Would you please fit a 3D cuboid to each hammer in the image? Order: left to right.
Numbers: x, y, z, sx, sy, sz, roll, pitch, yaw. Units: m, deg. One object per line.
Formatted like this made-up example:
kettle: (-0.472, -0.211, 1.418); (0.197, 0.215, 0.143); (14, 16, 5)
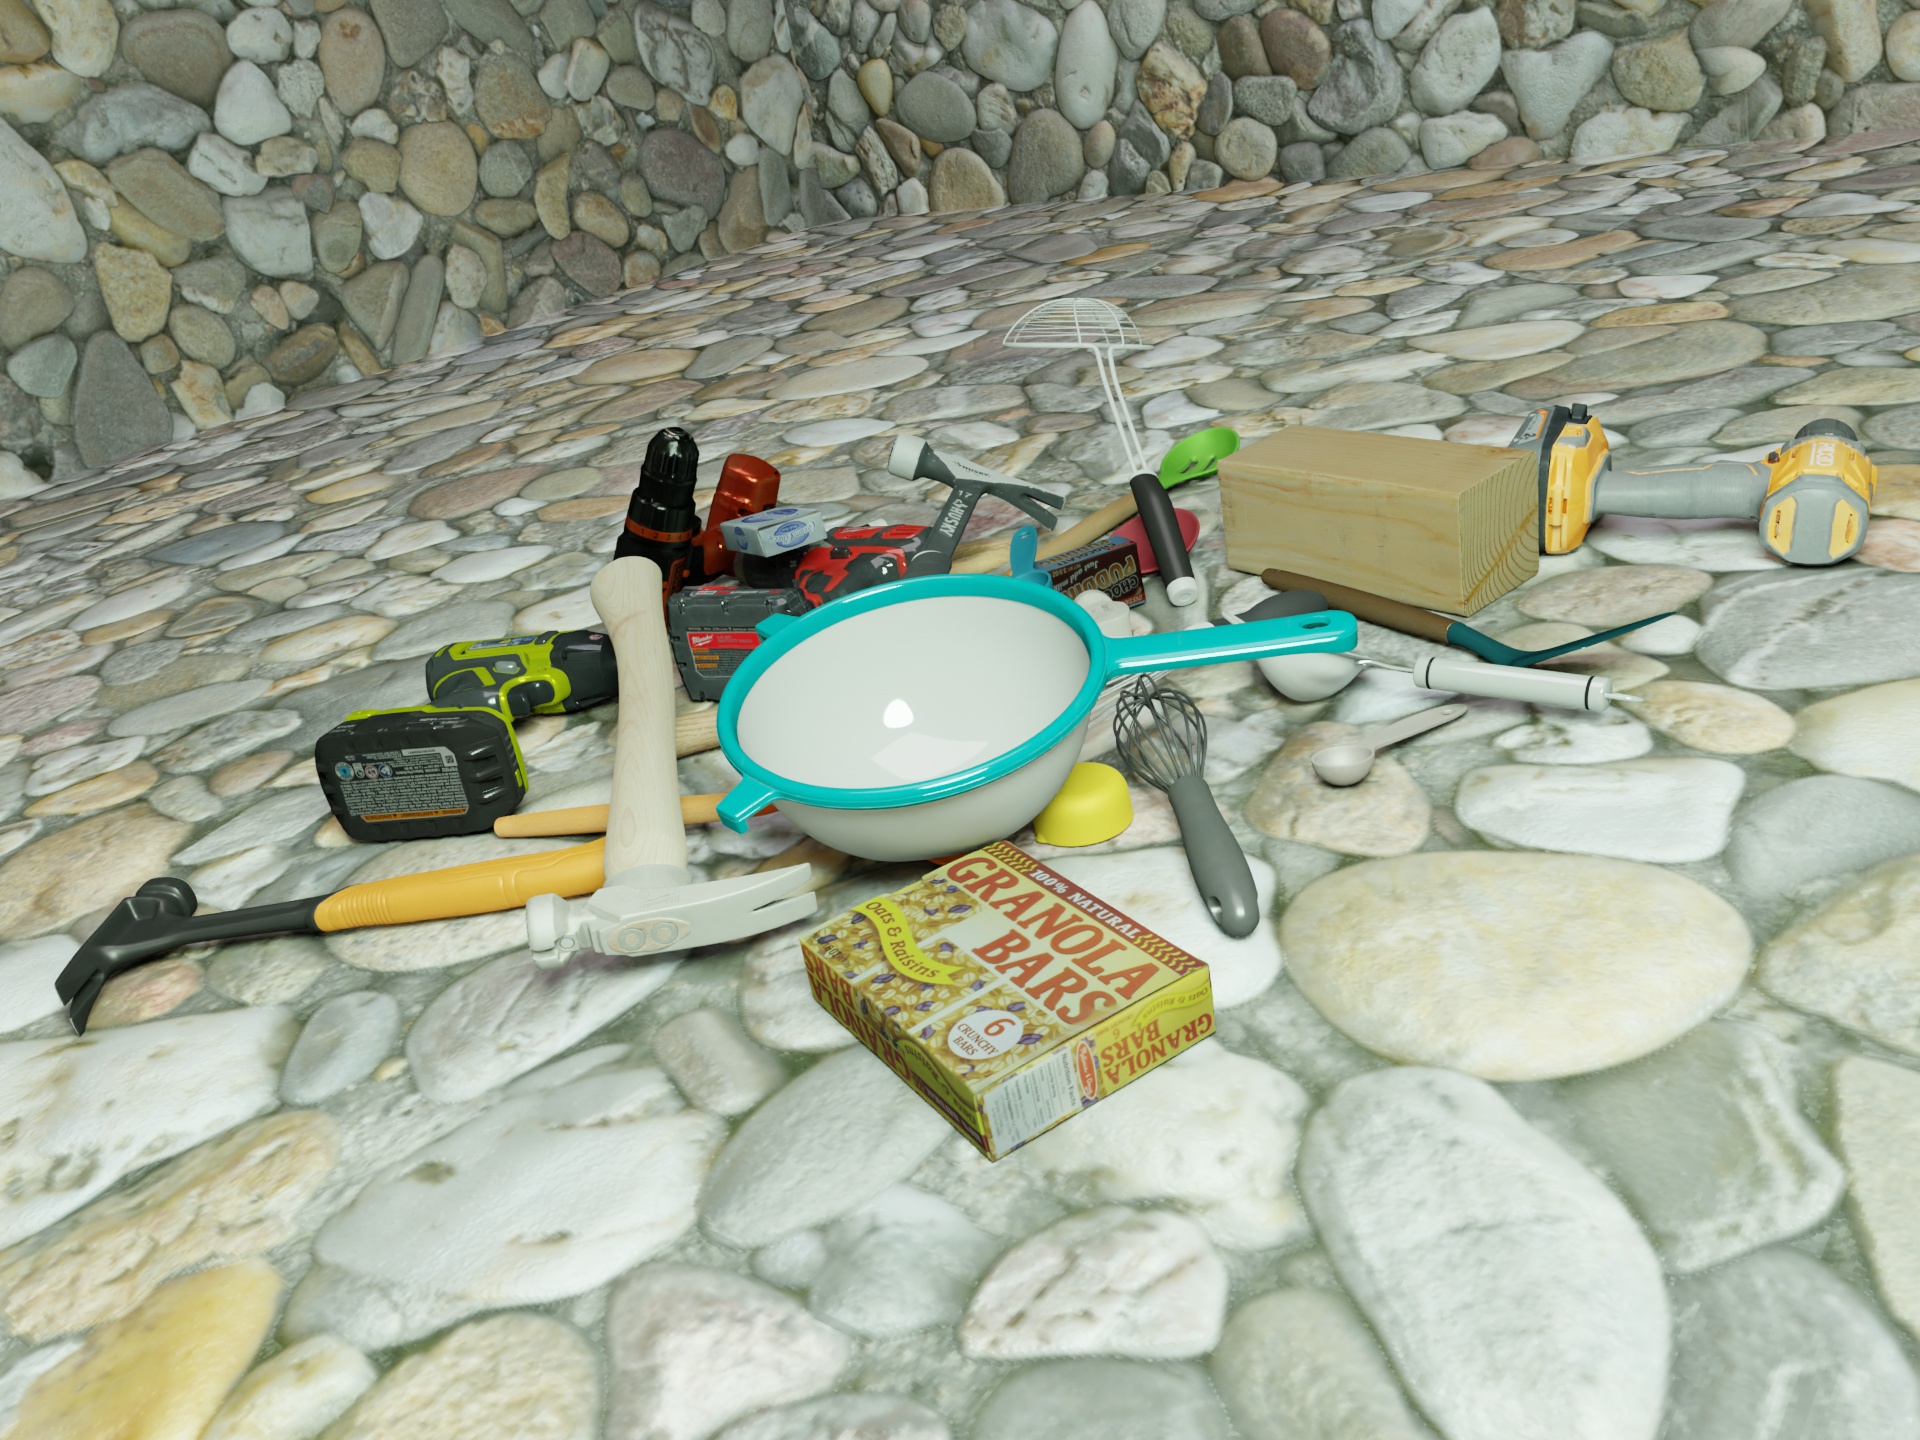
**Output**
hammer: (-0.340, 0.108, 0.921); (0.337, 0.034, 0.127); (-10, 24, 4)
hammer: (-0.183, 0.000, 0.974); (0.146, 0.038, 0.411); (-9, 33, -7)
hammer: (-0.044, -0.027, 1.072); (0.331, 0.031, 0.130); (-15, 14, -2)
hammer: (-0.013, -0.116, 1.146); (0.149, 0.036, 0.409); (18, 27, 0)

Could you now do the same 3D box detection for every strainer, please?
strainer: (0.043, 0.003, 0.861); (0.340, 0.095, 0.211); (-7, 34, 5)
strainer: (0.264, -0.027, 0.932); (0.258, 0.050, 0.086); (10, 1, 37)

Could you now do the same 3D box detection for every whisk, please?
whisk: (0.128, -0.044, 1.015); (0.284, 0.070, 0.070); (-18, 25, -29)
whisk: (0.122, 0.042, 0.856); (0.055, 0.055, 0.239); (-11, 29, 0)

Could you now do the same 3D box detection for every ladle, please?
ladle: (0.049, -0.090, 1.187); (0.315, 0.031, 0.069); (-25, 39, -23)

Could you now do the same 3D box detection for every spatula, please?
spatula: (-0.142, 0.060, 0.955); (0.322, 0.041, 0.081); (-6, 27, 22)
spatula: (0.300, -0.073, 1.022); (0.082, 0.044, 0.318); (-18, 24, -25)

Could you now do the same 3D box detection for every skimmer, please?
skimmer: (0.124, -0.216, 1.273); (0.127, 0.090, 0.364); (-2, 54, -15)

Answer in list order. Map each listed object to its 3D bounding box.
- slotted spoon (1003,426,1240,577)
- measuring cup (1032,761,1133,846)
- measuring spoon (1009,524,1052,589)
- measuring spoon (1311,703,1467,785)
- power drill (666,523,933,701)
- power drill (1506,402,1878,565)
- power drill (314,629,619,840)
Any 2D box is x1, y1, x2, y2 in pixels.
slotted spoon: (0.138, -0.181, 1.345); (0.070, 0.031, 0.314); (12, 35, 41)
measuring cup: (0.043, 0.029, 0.928); (0.062, 0.029, 0.157); (-22, 28, -22)
measuring spoon: (0.048, -0.105, 1.124); (0.042, 0.021, 0.129); (-19, 27, 14)
measuring spoon: (0.247, 0.014, 0.899); (0.124, 0.018, 0.034); (-19, 17, -33)
power drill: (-0.133, -0.094, 1.220); (0.188, 0.080, 0.227); (2, 25, 27)
power drill: (0.507, -0.171, 1.105); (0.226, 0.084, 0.185); (8, 30, 28)
power drill: (-0.326, -0.004, 1.109); (0.171, 0.080, 0.223); (-5, 22, 14)
